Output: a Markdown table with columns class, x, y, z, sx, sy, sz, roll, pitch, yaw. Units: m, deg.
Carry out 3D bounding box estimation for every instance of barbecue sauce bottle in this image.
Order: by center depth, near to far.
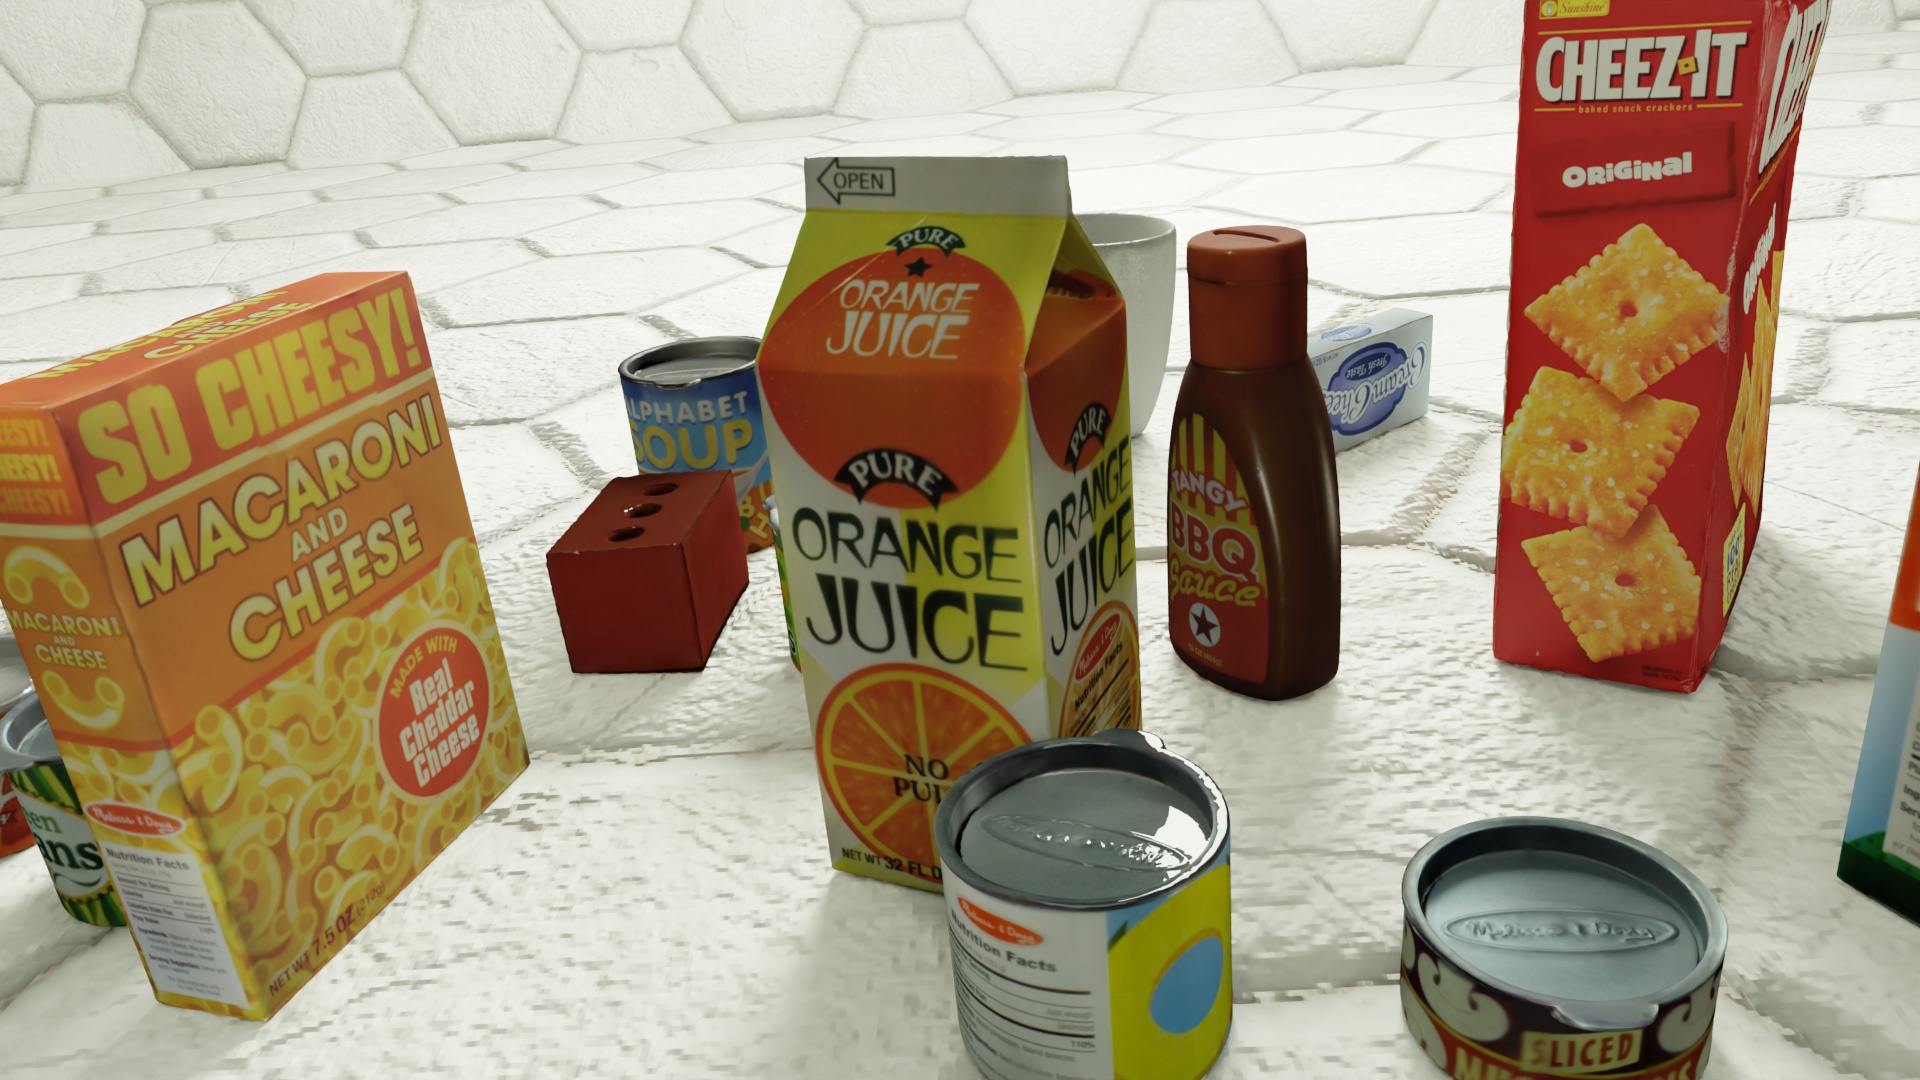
| class | x | y | z | sx | sy | sz | roll | pitch | yaw |
| --- | --- | --- | --- | --- | --- | --- | --- | --- | --- |
| barbecue sauce bottle | 0.094 | -0.025 | 0.451 | 0.044 | 0.148 | 0.065 | -18 | 26 | -26 |

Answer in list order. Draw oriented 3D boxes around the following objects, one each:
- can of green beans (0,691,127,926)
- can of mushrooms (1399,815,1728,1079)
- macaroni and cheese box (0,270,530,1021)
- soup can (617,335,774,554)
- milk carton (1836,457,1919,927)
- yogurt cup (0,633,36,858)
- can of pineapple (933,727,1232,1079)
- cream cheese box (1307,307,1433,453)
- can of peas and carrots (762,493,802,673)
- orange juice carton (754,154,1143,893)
| class | x | y | z | sx | sy | sz | roll | pitch | yaw |
| --- | --- | --- | --- | --- | --- | --- | --- | --- | --- |
| can of green beans | -0.240 | 0.072 | 0.414 | 0.071 | 0.057 | 0.071 | -5 | 23 | 2 |
| can of mushrooms | 0.133 | 0.095 | 0.310 | 0.071 | 0.033 | 0.071 | -5 | 23 | 2 |
| macaroni and cheese box | -0.184 | 0.022 | 0.379 | 0.040 | 0.165 | 0.124 | 2 | 24 | 17 |
| soup can | -0.111 | -0.040 | 0.612 | 0.071 | 0.083 | 0.071 | -5 | 23 | 2 |
| milk carton | 0.260 | 0.003 | 0.297 | 0.072 | 0.189 | 0.073 | -14 | 25 | -20 |
| yogurt cup | -0.318 | 0.068 | 0.444 | 0.072 | 0.053 | 0.073 | -5 | 23 | 2 |
| can of pineapple | 0.031 | 0.086 | 0.322 | 0.071 | 0.057 | 0.071 | -5 | 23 | 2 |
| cream cheese box | 0.185 | -0.073 | 0.661 | 0.104 | 0.053 | 0.024 | -22 | 28 | -34 |
| can of peas and carrots | -0.035 | 0.013 | 0.503 | 0.071 | 0.058 | 0.071 | -5 | 23 | 2 |
| orange juice carton | 0.001 | -0.005 | 0.368 | 0.072 | 0.191 | 0.073 | 6 | 25 | 24 |
